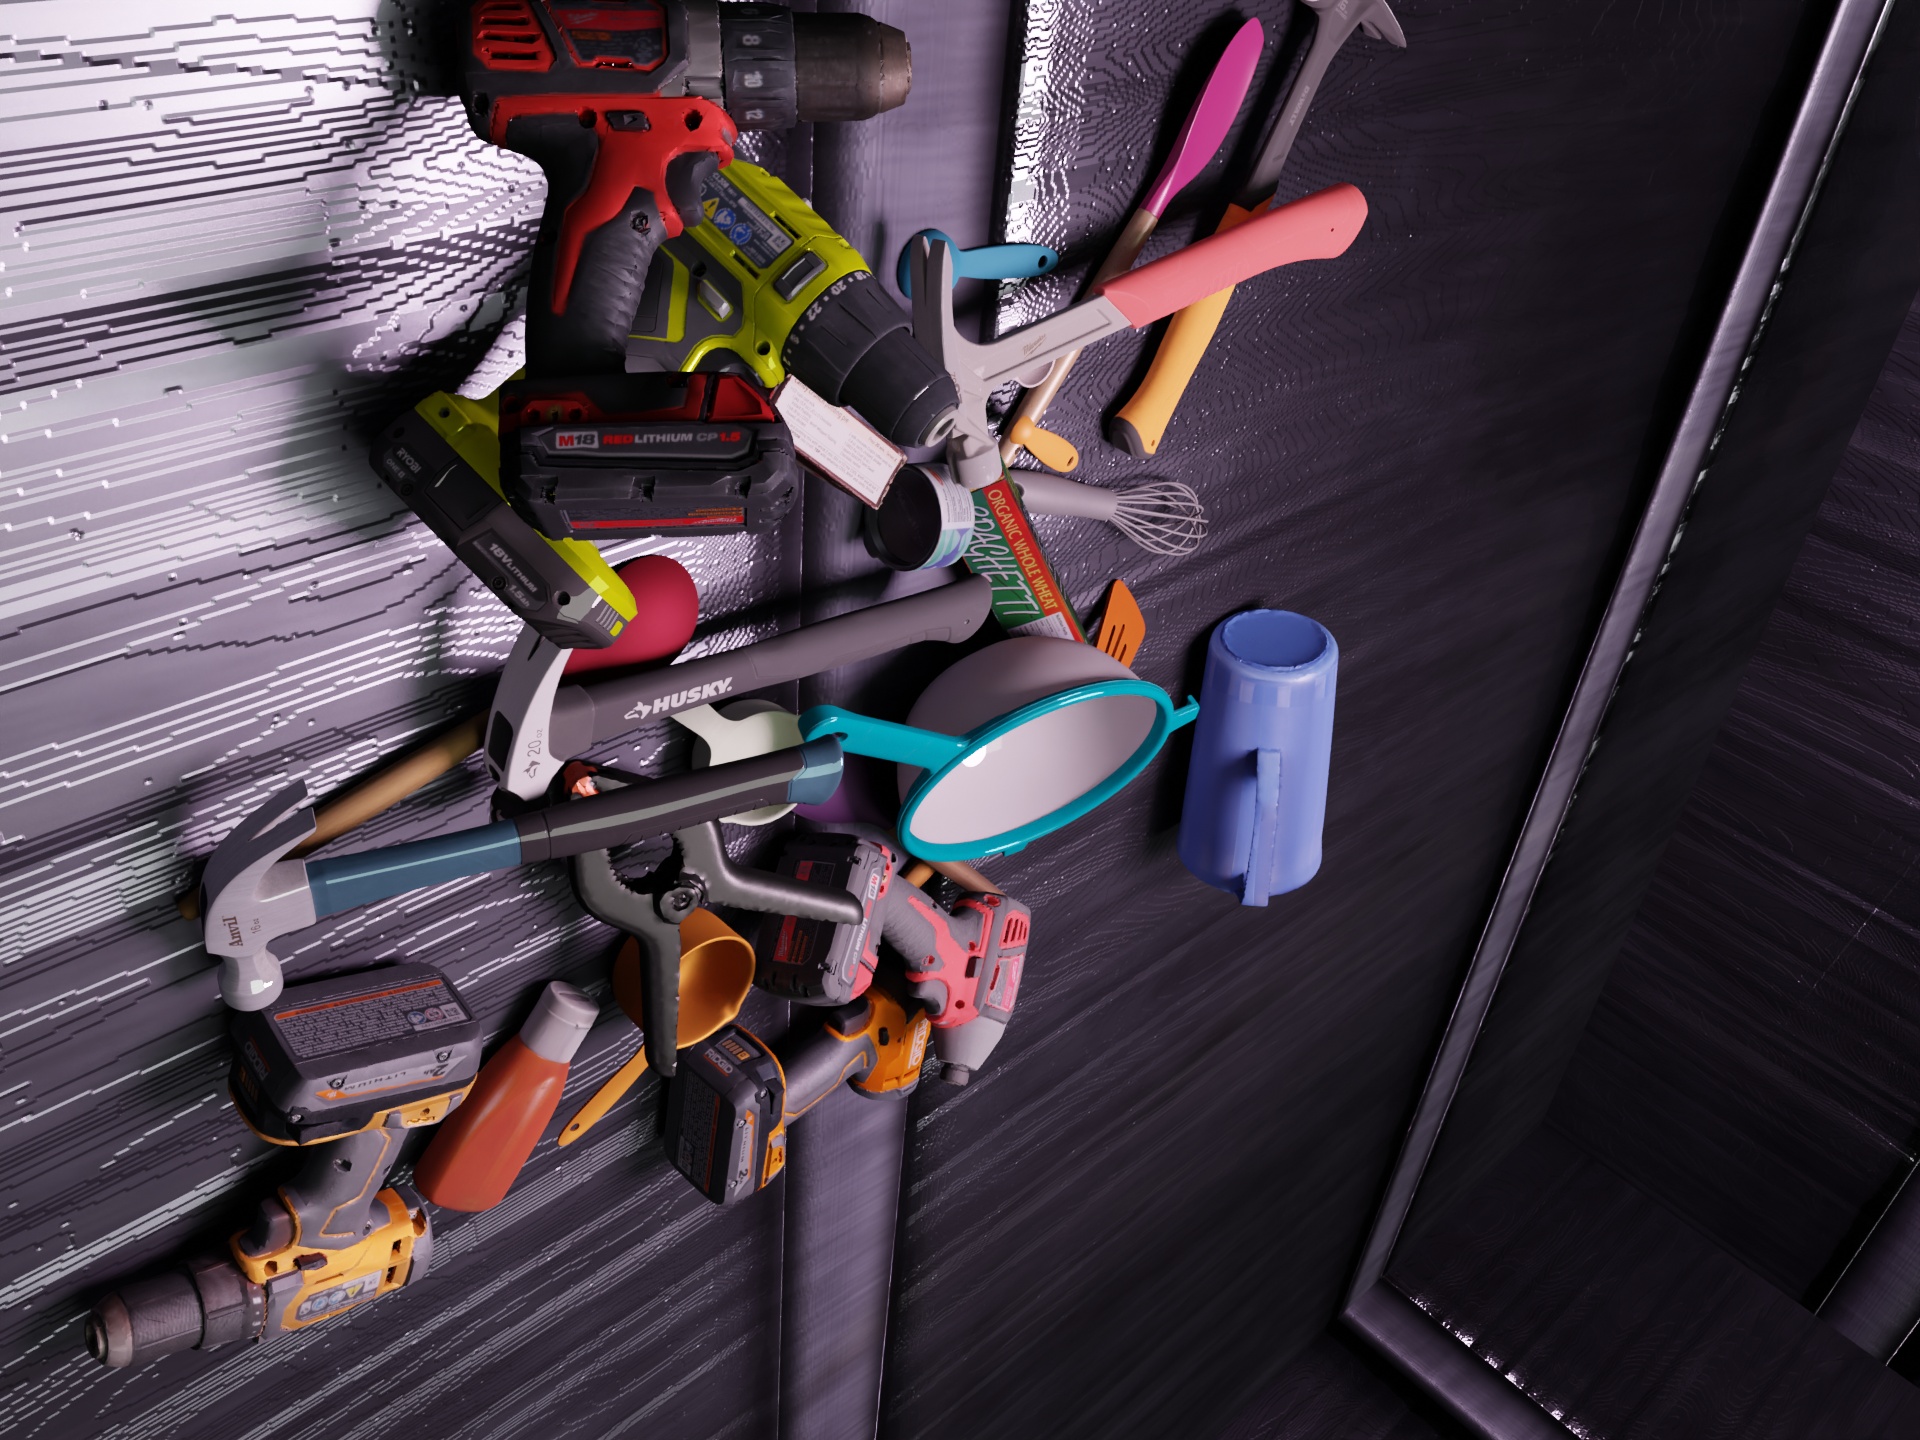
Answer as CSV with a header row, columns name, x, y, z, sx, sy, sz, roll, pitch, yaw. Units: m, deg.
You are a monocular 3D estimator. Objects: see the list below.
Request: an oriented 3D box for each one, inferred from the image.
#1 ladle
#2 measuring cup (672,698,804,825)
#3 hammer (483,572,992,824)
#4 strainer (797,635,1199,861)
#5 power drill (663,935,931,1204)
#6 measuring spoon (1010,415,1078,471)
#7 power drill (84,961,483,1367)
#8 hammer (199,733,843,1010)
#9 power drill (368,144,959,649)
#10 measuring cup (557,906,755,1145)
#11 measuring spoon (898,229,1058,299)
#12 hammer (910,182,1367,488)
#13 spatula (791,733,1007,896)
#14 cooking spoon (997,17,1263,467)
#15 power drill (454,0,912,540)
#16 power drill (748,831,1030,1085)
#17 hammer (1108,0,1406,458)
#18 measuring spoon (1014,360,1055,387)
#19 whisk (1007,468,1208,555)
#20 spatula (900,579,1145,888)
name,x,y,z,sx,sy,sz,roll,pitch,yaw
ladle,-0.263,0.009,0.838,0.315,0.031,0.069,-36,130,-23
measuring cup,-0.156,-0.001,0.960,0.083,0.038,0.167,-51,129,-6
hammer,-0.111,-0.037,0.911,0.334,0.035,0.146,-20,140,-38
strainer,-0.002,-0.003,1.064,0.211,0.095,0.340,-40,151,25
power drill,-0.106,0.242,1.181,0.226,0.084,0.164,-22,134,-44
measuring spoon,0.060,-0.180,1.056,0.021,0.011,0.117,-59,159,9
power drill,-0.370,0.253,0.874,0.185,0.084,0.226,-7,128,-46
hammer,-0.217,0.060,0.827,0.331,0.033,0.128,-13,139,-24
power drill,-0.132,-0.142,0.731,0.228,0.190,0.080,-45,173,-5
measuring cup,-0.212,0.196,1.036,0.173,0.052,0.095,-48,145,-7
measuring spoon,0.018,-0.268,0.941,0.128,0.021,0.042,-17,131,-40
hammer,0.122,-0.277,0.985,0.359,0.037,0.149,-30,128,-28
spatula,-0.039,0.085,1.153,0.060,0.018,0.315,-50,138,0
cooking spoon,0.107,-0.303,1.022,0.319,0.017,0.068,-59,161,7
power drill,-0.109,-0.195,0.661,0.188,0.080,0.227,-3,84,-8
power drill,-0.039,0.171,1.129,0.219,0.078,0.143,30,68,-44
hammer,0.192,-0.334,1.082,0.127,0.034,0.336,1,119,-55
measuring spoon,0.007,-0.214,0.987,0.124,0.018,0.034,-23,131,-28
whisk,0.099,-0.151,1.126,0.238,0.055,0.055,2,117,-46
spatula,0.038,0.031,1.225,0.322,0.041,0.080,-47,145,-5
